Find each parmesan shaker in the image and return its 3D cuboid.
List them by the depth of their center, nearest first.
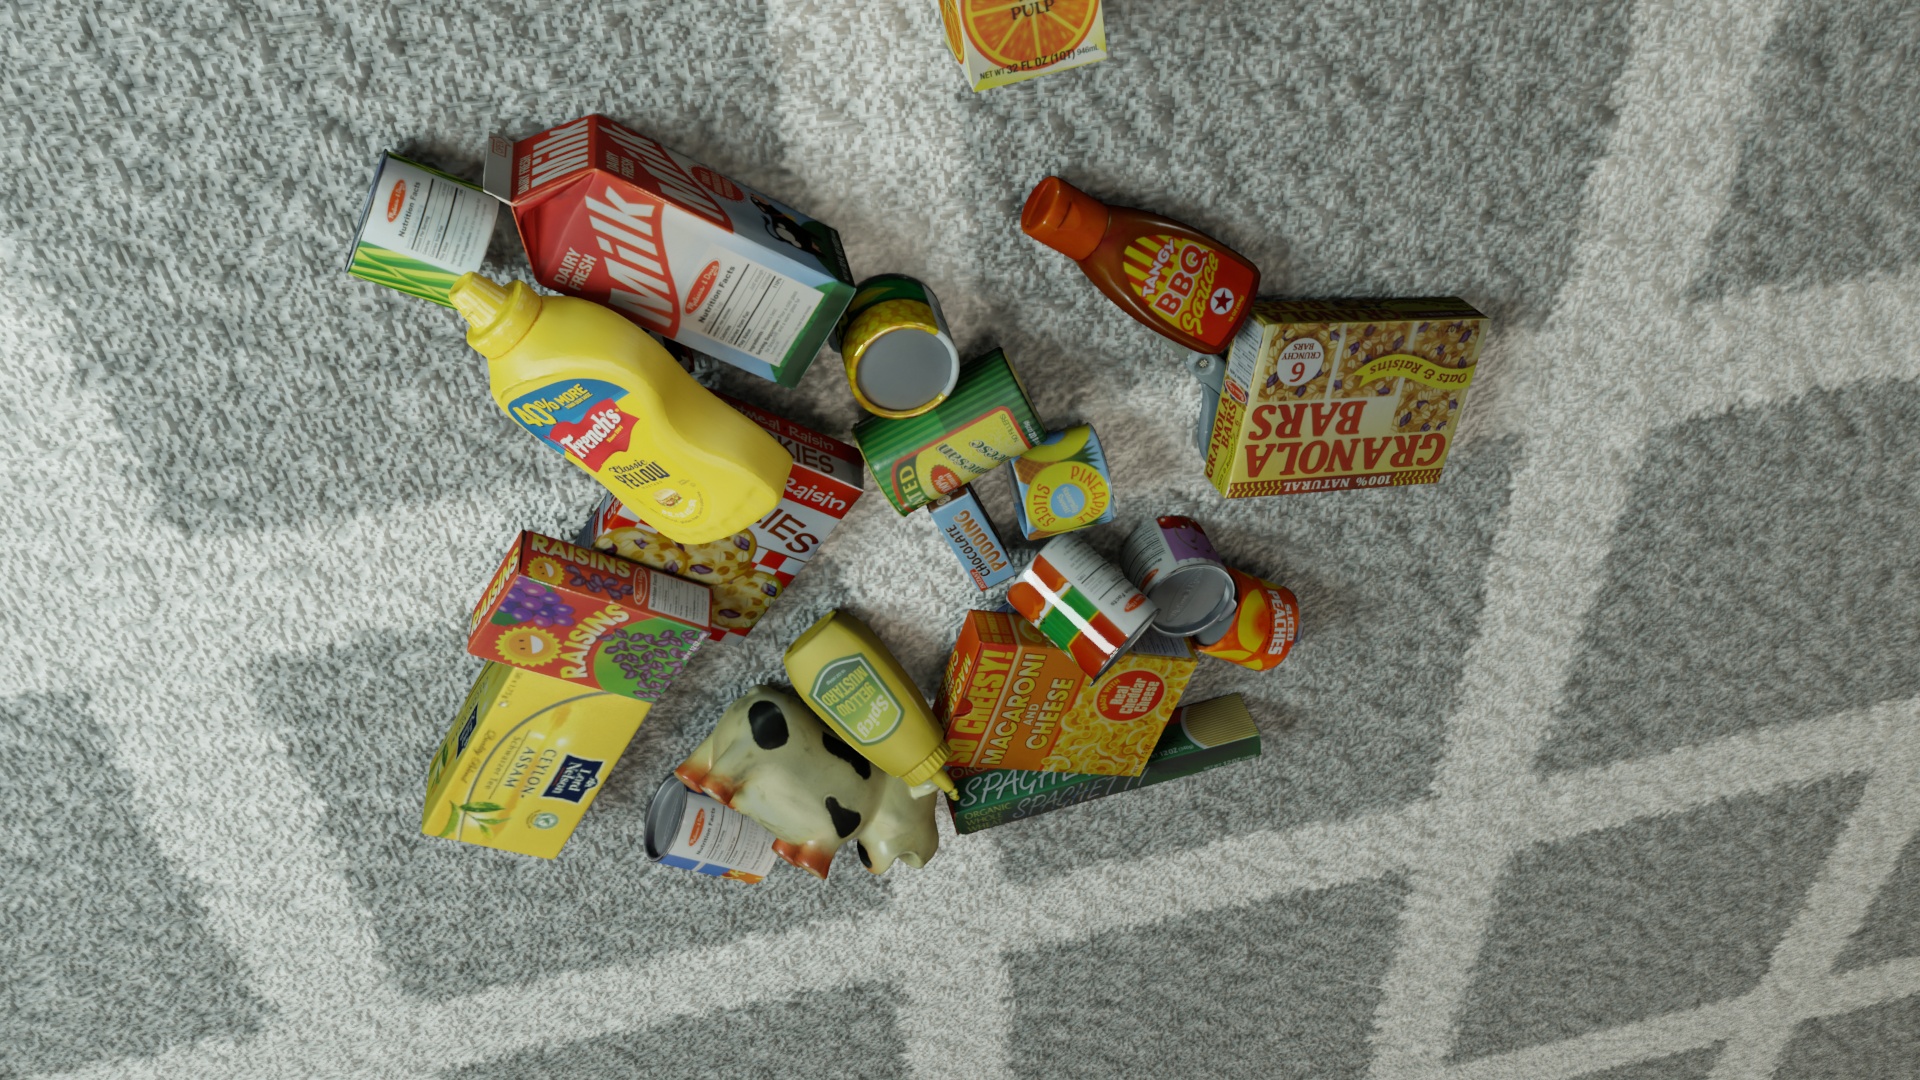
[{"bbox_3d":[-0.006,-0.068,0.852,0.103,0.071,0.071,-28,130,8],"label":"parmesan shaker"}]

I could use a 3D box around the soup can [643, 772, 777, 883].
[{"bbox_3d":[-0.185,0.215,1.037,0.084,0.072,0.071,22,120,-30],"label":"soup can"}]

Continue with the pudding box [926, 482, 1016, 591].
[{"bbox_3d":[0.003,-0.011,0.913,0.030,0.050,0.083,-27,130,5],"label":"pudding box"}]

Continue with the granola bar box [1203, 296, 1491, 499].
[{"bbox_3d":[0.249,-0.094,0.905,0.166,0.039,0.123,-4,122,-19],"label":"granola bar box"}]

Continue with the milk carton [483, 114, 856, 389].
[{"bbox_3d":[-0.158,-0.159,0.735,0.190,0.073,0.073,20,120,-29],"label":"milk carton"}]

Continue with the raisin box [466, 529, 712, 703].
[{"bbox_3d":[-0.227,0.048,0.854,0.123,0.040,0.085,20,132,-28],"label":"raisin box"}]

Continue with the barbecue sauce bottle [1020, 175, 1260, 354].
[{"bbox_3d":[0.105,-0.165,0.818,0.148,0.044,0.064,22,99,-27],"label":"barbecue sauce bottle"}]

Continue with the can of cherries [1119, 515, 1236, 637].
[{"bbox_3d":[0.153,0.026,0.978,0.071,0.058,0.071,-8,129,-10],"label":"can of cherries"}]

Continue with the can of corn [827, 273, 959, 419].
[{"bbox_3d":[-0.040,-0.112,0.814,0.071,0.058,0.070,-8,129,-9],"label":"can of corn"}]

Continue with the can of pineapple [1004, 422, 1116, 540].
[{"bbox_3d":[0.063,-0.037,0.895,0.058,0.071,0.070,-14,130,-3],"label":"can of pineapple"}]

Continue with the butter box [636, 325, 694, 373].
[{"bbox_3d":[-0.210,-0.106,0.795,0.103,0.024,0.053,-19,130,0],"label":"butter box"}]

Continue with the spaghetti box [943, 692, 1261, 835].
[{"bbox_3d":[0.110,0.176,1.093,0.250,0.050,0.028,-14,128,-4],"label":"spaghetti box"}]

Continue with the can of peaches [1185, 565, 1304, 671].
[{"bbox_3d":[0.205,0.056,1.009,0.058,0.071,0.071,19,121,-27],"label":"can of peaches"}]

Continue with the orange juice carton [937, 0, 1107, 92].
[{"bbox_3d":[0.016,-0.321,0.651,0.072,0.073,0.191,-15,130,-3],"label":"orange juice carton"}]

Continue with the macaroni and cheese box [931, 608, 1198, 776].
[{"bbox_3d":[0.071,0.113,1.004,0.167,0.040,0.123,6,127,-19],"label":"macaroni and cheese box"}]

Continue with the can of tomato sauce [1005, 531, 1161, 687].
[{"bbox_3d":[0.081,0.044,0.934,0.071,0.083,0.071,-45,168,-12],"label":"can of tomato sauce"}]

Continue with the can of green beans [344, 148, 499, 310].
[{"bbox_3d":[-0.274,-0.157,0.709,0.058,0.071,0.071,18,122,-27],"label":"can of green beans"}]

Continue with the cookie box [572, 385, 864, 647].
[{"bbox_3d":[-0.154,-0.012,0.863,0.123,0.040,0.166,21,129,-28],"label":"cookie box"}]

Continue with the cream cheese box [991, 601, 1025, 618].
[{"bbox_3d":[0.056,0.084,1.021,0.053,0.024,0.103,-30,130,9],"label":"cream cheese box"}]

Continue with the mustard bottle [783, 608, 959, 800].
[{"bbox_3d":[-0.052,0.122,0.964,0.065,0.049,0.160,-41,97,10],"label":"mustard bottle"}]
